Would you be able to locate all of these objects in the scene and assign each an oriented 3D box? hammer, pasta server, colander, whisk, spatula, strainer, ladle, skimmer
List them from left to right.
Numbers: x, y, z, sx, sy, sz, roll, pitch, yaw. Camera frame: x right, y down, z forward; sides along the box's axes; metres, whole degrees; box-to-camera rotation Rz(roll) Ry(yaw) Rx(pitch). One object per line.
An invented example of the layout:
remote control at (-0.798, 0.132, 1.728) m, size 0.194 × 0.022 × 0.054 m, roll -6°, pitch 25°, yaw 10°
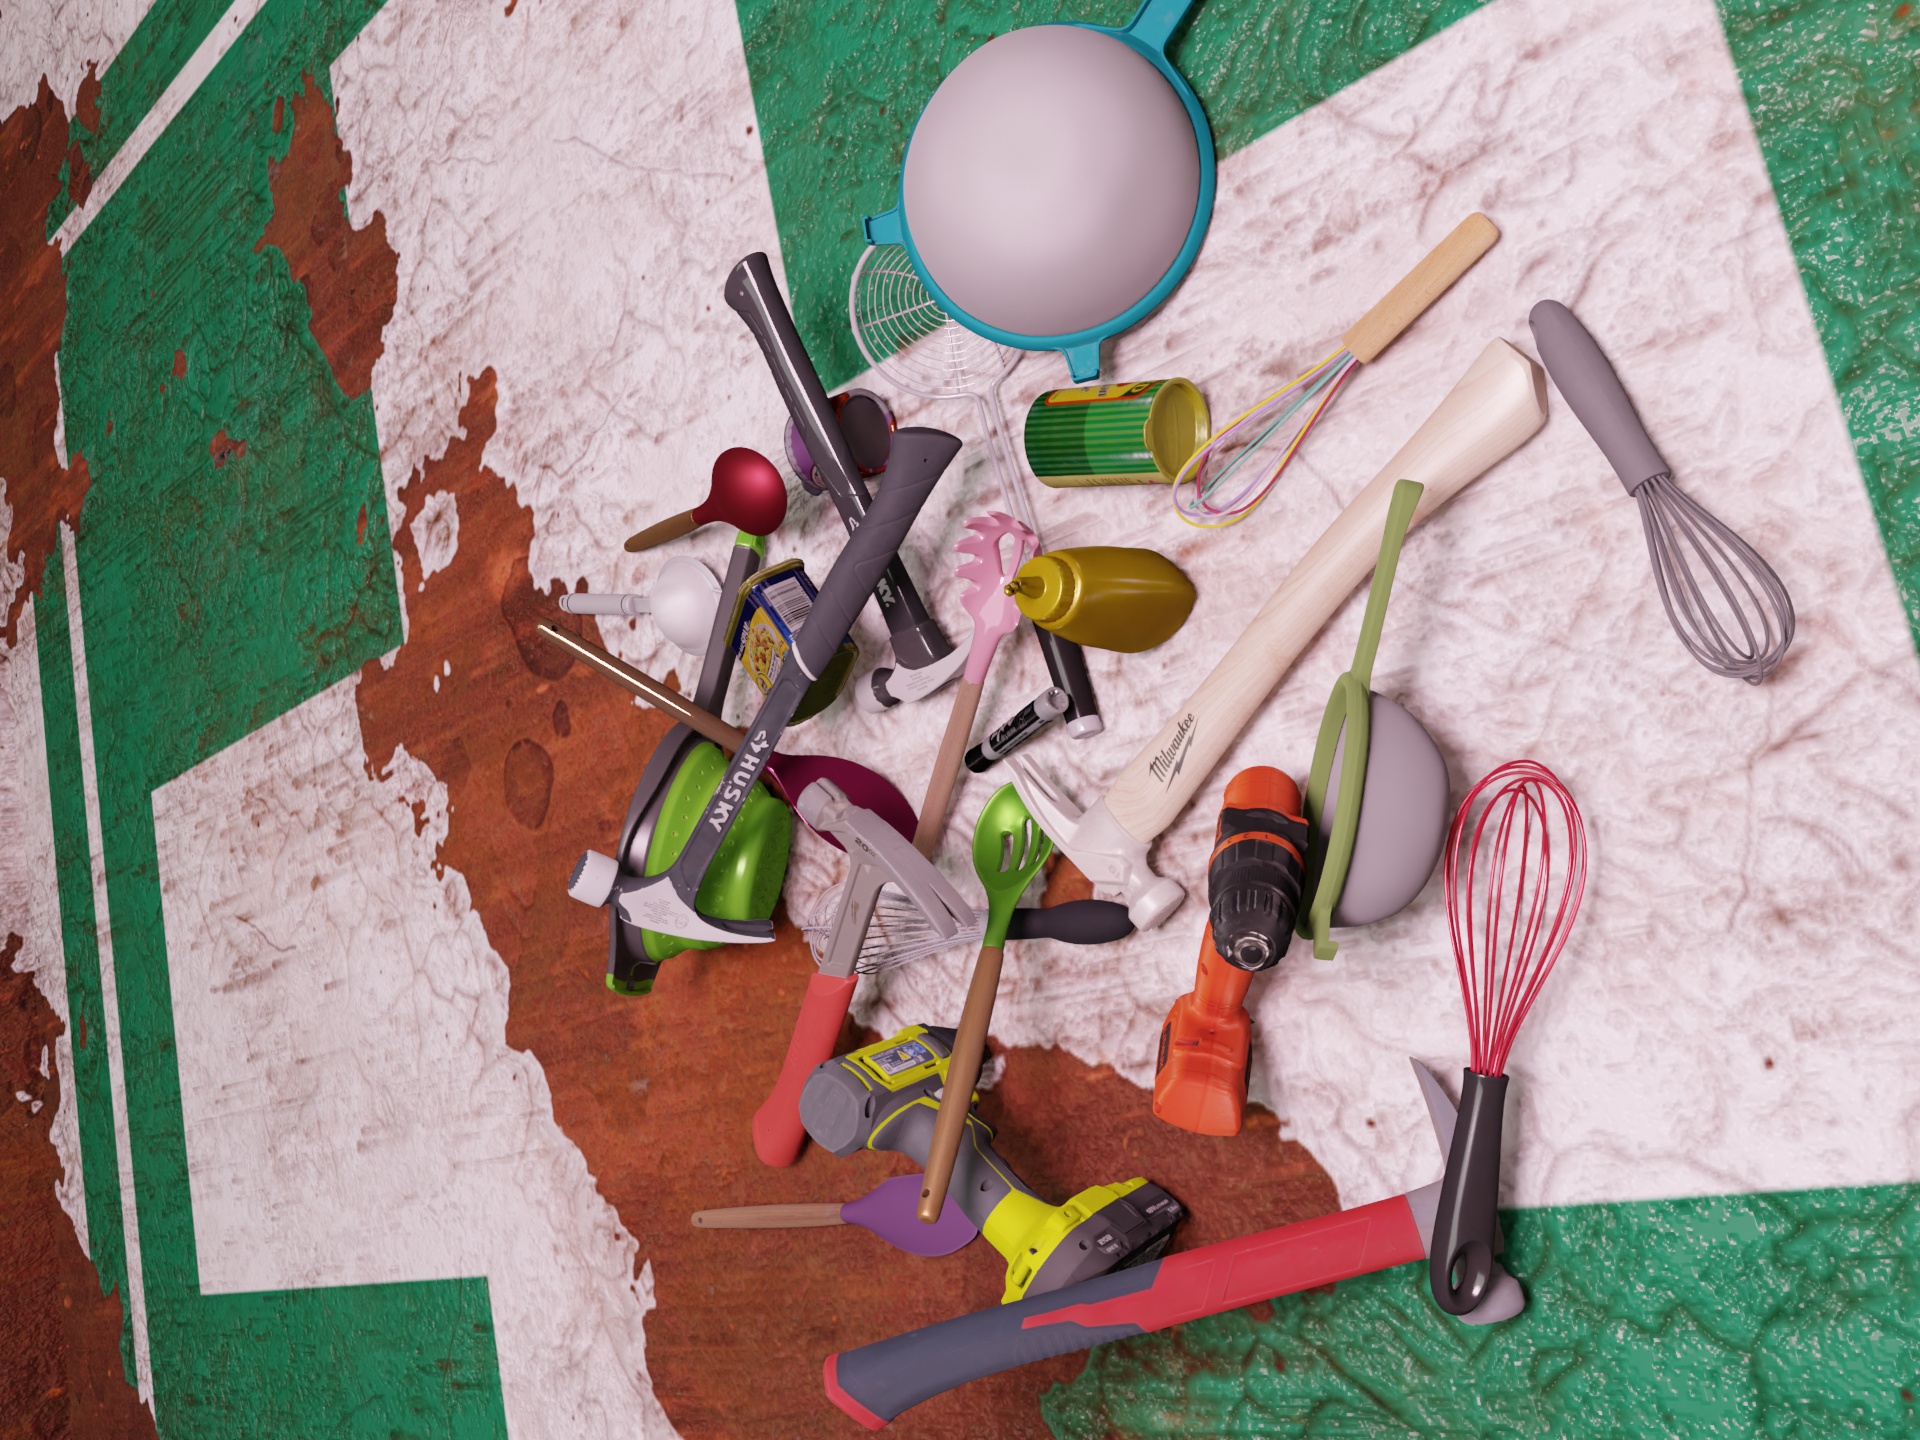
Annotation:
strainer at (-0.283, -0.099, 1.388) m, size 0.258 × 0.050 × 0.087 m, roll 5°, pitch 107°, yaw 45°
ladle at (-0.218, -0.162, 1.280) m, size 0.315 × 0.031 × 0.069 m, roll -5°, pitch 114°, yaw 61°
colander at (-0.172, 0.028, 1.247) m, size 0.094 × 0.204 × 0.397 m, roll 12°, pitch 80°, yaw 8°
hammer at (-0.113, -0.021, 1.098) m, size 0.409 × 0.149 × 0.036 m, roll -59°, pitch 21°, yaw 12°
spatula at (-0.106, 0.386, 1.234) m, size 0.316 × 0.018 × 0.060 m, roll -16°, pitch 80°, yaw 40°
hammer at (-0.091, 0.213, 1.143) m, size 0.149 × 0.036 × 0.358 m, roll 42°, pitch 133°, yaw 26°
hammer at (-0.081, -0.175, 1.135) m, size 0.146 × 0.035 × 0.335 m, roll -21°, pitch 96°, yaw 43°
pasta server at (-0.002, -0.003, 1.095) m, size 0.060 × 0.040 × 0.316 m, roll 29°, pitch 122°, yaw 20°
whisk at (-0.001, 0.143, 1.121) m, size 0.285 × 0.070 × 0.070 m, roll -8°, pitch 84°, yaw 36°
skimmer at (0.022, -0.163, 1.077) m, size 0.127 × 0.090 × 0.363 m, roll -21°, pitch 76°, yaw 20°
strainer at (0.085, -0.397, 0.986) m, size 0.211 × 0.095 × 0.340 m, roll 37°, pitch 103°, yaw 11°
hammer at (0.105, 0.308, 0.896) m, size 0.386 × 0.038 × 0.143 m, roll -17°, pitch 79°, yaw 6°
hammer at (0.186, -0.060, 0.954) m, size 0.146 × 0.038 × 0.410 m, roll 47°, pitch 118°, yaw 19°
whisk at (0.219, -0.201, 0.941) m, size 0.047 × 0.051 × 0.245 m, roll 49°, pitch 118°, yaw 6°
strainer at (0.239, 0.001, 0.865) m, size 0.069 × 0.151 × 0.256 m, roll 11°, pitch 102°, yaw 6°
whisk at (0.282, 0.167, 0.841) m, size 0.073 × 0.073 × 0.296 m, roll 8°, pitch 89°, yaw 42°
whisk at (0.351, -0.123, 0.813) m, size 0.055 × 0.055 × 0.239 m, roll -38°, pitch 62°, yaw 35°

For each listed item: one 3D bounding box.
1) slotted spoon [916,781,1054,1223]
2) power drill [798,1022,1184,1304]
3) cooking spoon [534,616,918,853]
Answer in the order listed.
slotted spoon at (0.013, 0.171, 1.021) m, size 0.070 × 0.031 × 0.314 m, roll -15°, pitch 43°, yaw 34°
power drill at (0.025, 0.285, 1.031) m, size 0.223 × 0.171 × 0.080 m, roll 37°, pitch 112°, yaw 27°
cooking spoon at (-0.173, 0.010, 1.171) m, size 0.319 × 0.069 × 0.017 m, roll 31°, pitch 151°, yaw -1°
